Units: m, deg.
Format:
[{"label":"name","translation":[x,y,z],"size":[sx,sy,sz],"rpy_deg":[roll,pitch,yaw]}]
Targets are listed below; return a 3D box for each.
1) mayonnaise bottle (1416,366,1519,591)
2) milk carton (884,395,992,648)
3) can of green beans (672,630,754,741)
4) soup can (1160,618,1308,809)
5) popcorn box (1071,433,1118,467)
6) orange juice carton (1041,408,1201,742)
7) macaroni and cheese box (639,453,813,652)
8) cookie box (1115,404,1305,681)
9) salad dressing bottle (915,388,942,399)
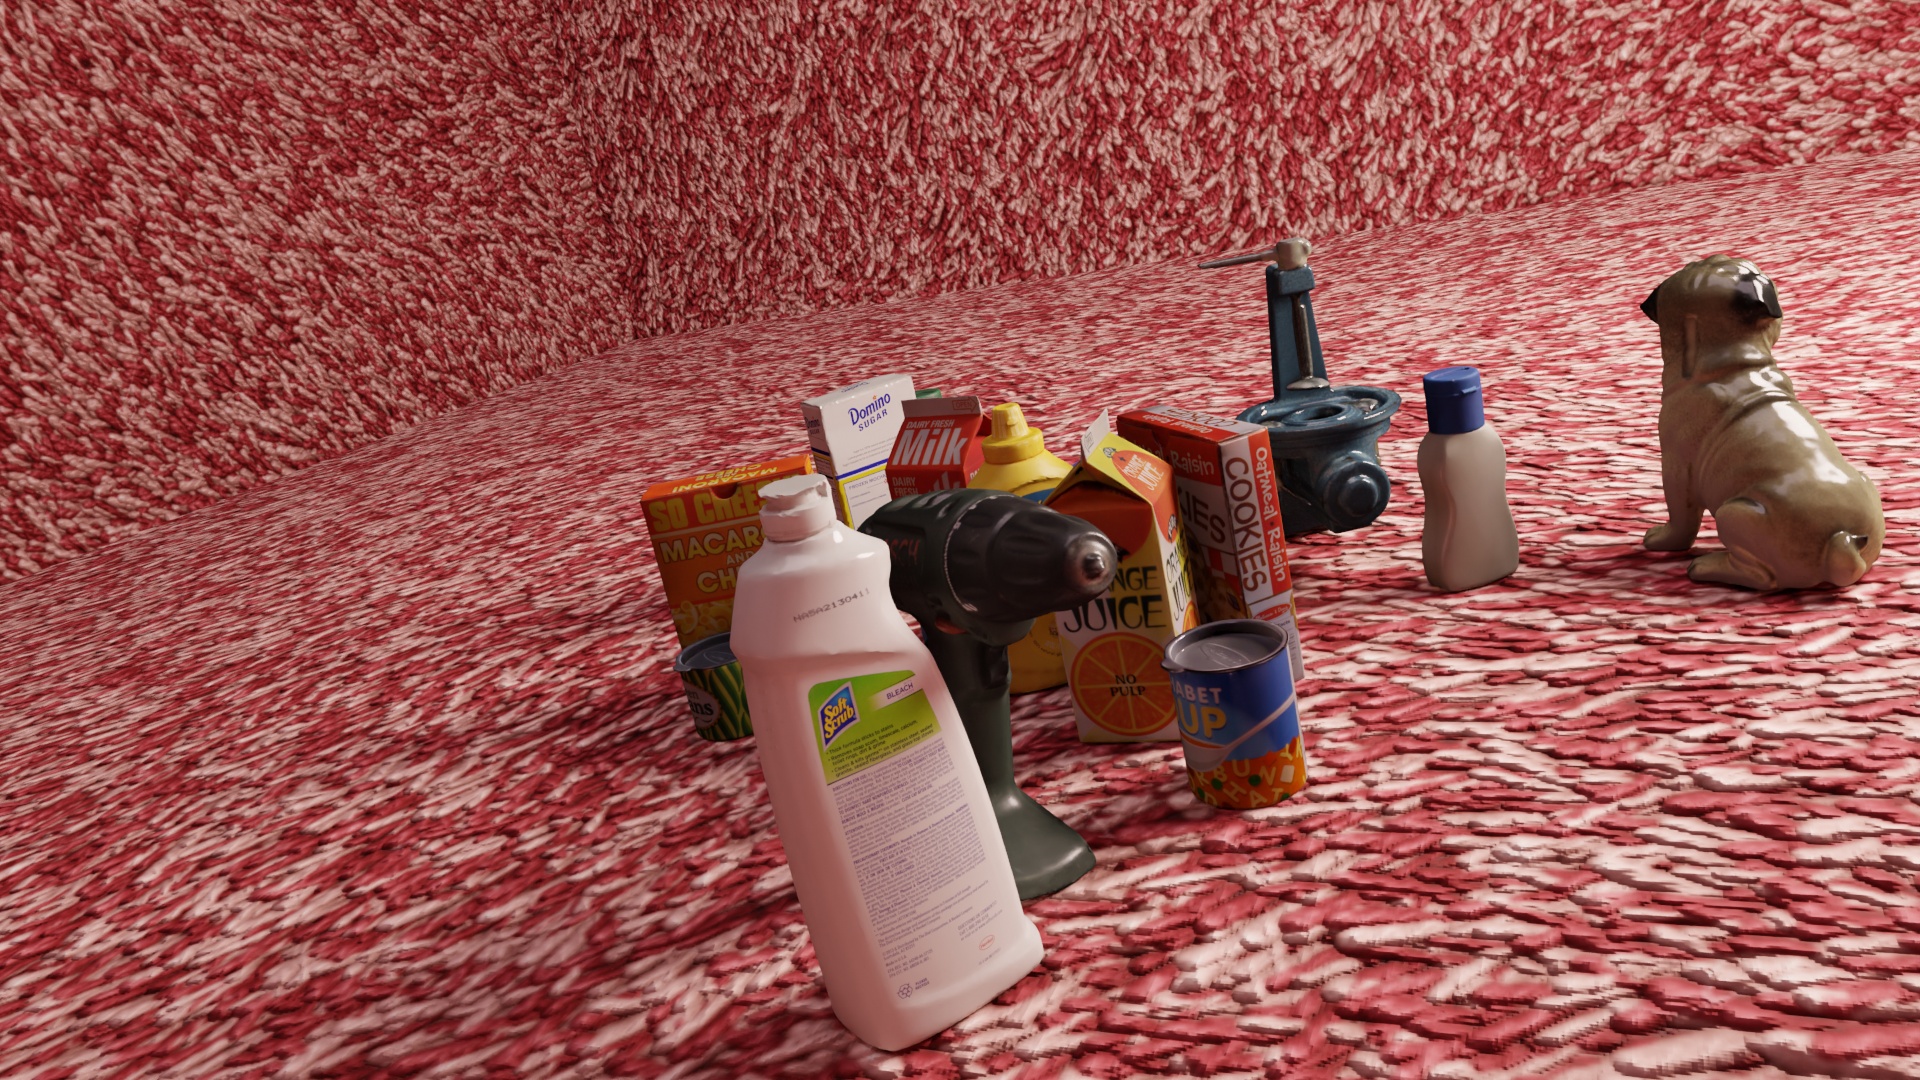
[{"label":"mayonnaise bottle","translation":[0.341,-0.043,0.943],"size":[0.065,0.147,0.041],"rpy_deg":[-17,17,-13]},{"label":"milk carton","translation":[0.004,-0.013,1.010],"size":[0.072,0.190,0.074],"rpy_deg":[0,21,36]},{"label":"can of green beans","translation":[-0.162,0.102,0.986],"size":[0.071,0.057,0.071],"rpy_deg":[-11,17,4]},{"label":"soup can","translation":[0.147,0.094,0.753],"size":[0.071,0.083,0.071],"rpy_deg":[-11,17,4]},{"label":"popcorn box","translation":[0.126,-0.032,1.163],"size":[0.038,0.085,0.127],"rpy_deg":[-1,21,35]},{"label":"orange juice carton","translation":[0.097,0.020,0.837],"size":[0.073,0.192,0.072],"rpy_deg":[-6,18,22]},{"label":"macaroni and cheese box","translation":[-0.151,0.031,1.020],"size":[0.124,0.166,0.040],"rpy_deg":[-12,17,3]},{"label":"cookie box","translation":[0.158,0.002,0.895],"size":[0.040,0.167,0.123],"rpy_deg":[-19,18,-19]},{"label":"salad dressing bottle","translation":[-0.020,-0.063,1.256],"size":[0.064,0.147,0.044],"rpy_deg":[-2,20,32]}]
